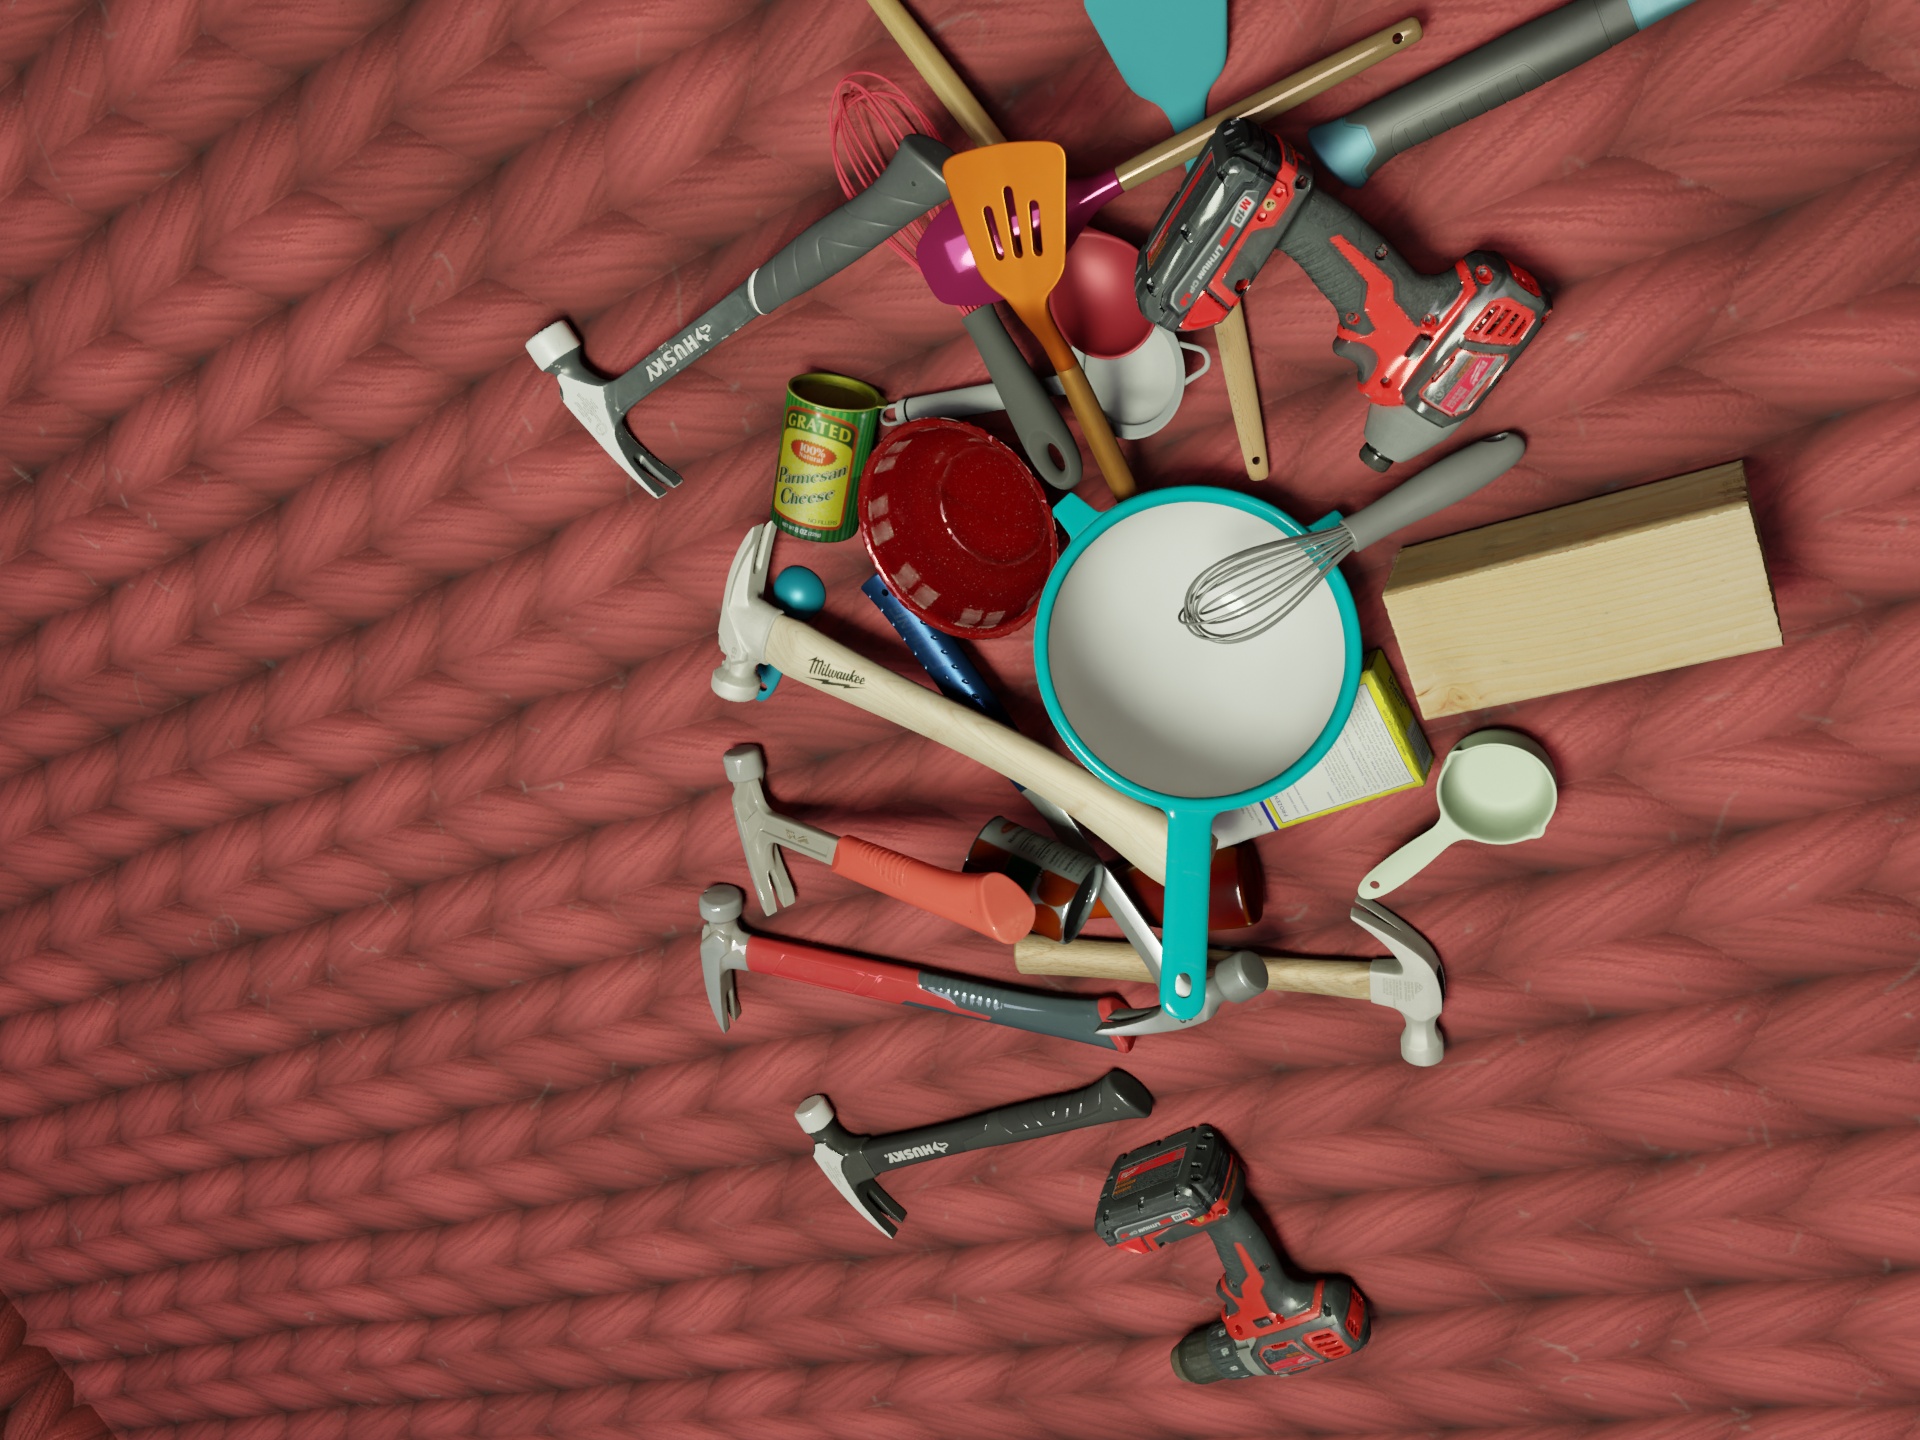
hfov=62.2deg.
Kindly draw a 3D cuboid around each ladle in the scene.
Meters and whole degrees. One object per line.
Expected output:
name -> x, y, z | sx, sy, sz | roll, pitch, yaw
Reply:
ladle -> 0.020, -0.358, 0.994 | 0.069, 0.031, 0.315 | -37, 89, 20

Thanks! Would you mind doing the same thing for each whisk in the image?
whisk -> 0.242, -0.115, 0.982 | 0.239, 0.055, 0.055 | -29, 104, 2
whisk -> 0.000, -0.280, 1.023 | 0.073, 0.073, 0.296 | -26, 97, 32

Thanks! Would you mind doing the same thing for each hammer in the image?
hammer -> -0.041, 0.238, 1.344 | 0.386, 0.038, 0.143 | 9, 120, 19
hammer -> -0.002, -0.004, 1.138 | 0.411, 0.038, 0.146 | 27, 121, 19
hammer -> 0.056, 0.058, 1.173 | 0.144, 0.035, 0.405 | -36, 89, 38
hammer -> 0.017, 0.364, 1.388 | 0.335, 0.035, 0.146 | -21, 105, 30
hammer -> 0.199, 0.188, 1.220 | 0.331, 0.031, 0.130 | 2, 117, 23
hammer -> -0.143, -0.275, 1.072 | 0.409, 0.036, 0.149 | -19, 110, 44
hammer -> -0.068, 0.115, 1.190 | 0.359, 0.036, 0.149 | 14, 122, 52
hammer -> 0.348, -0.377, 0.859 | 0.331, 0.033, 0.128 | -20, 108, 30

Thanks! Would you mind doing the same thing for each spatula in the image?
spatula -> 0.153, -0.295, 0.979 | 0.082, 0.044, 0.317 | -11, 113, 14
spatula -> 0.078, -0.211, 0.995 | 0.081, 0.041, 0.322 | 4, 145, 32

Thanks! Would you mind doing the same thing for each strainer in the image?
strainer -> 0.147, 0.021, 1.047 | 0.211, 0.095, 0.340 | 3, 85, -2
strainer -> 0.054, -0.223, 1.062 | 0.258, 0.050, 0.087 | -3, 105, 31

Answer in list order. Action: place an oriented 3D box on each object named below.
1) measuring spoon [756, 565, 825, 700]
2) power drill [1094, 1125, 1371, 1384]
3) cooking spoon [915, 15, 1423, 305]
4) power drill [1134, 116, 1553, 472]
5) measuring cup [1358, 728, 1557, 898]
measuring spoon -> -0.142, -0.062, 1.239 | 0.042, 0.021, 0.128 | 29, 122, 7
power drill -> 0.209, 0.465, 1.336 | 0.188, 0.080, 0.226 | -32, 103, 33
cooking spoon -> 0.117, -0.332, 0.940 | 0.319, 0.017, 0.068 | -22, 110, 19
power drill -> 0.219, -0.242, 0.936 | 0.219, 0.079, 0.143 | 25, 125, -13
measuring cup -> 0.337, 0.068, 1.096 | 0.083, 0.038, 0.167 | 42, 126, -2
